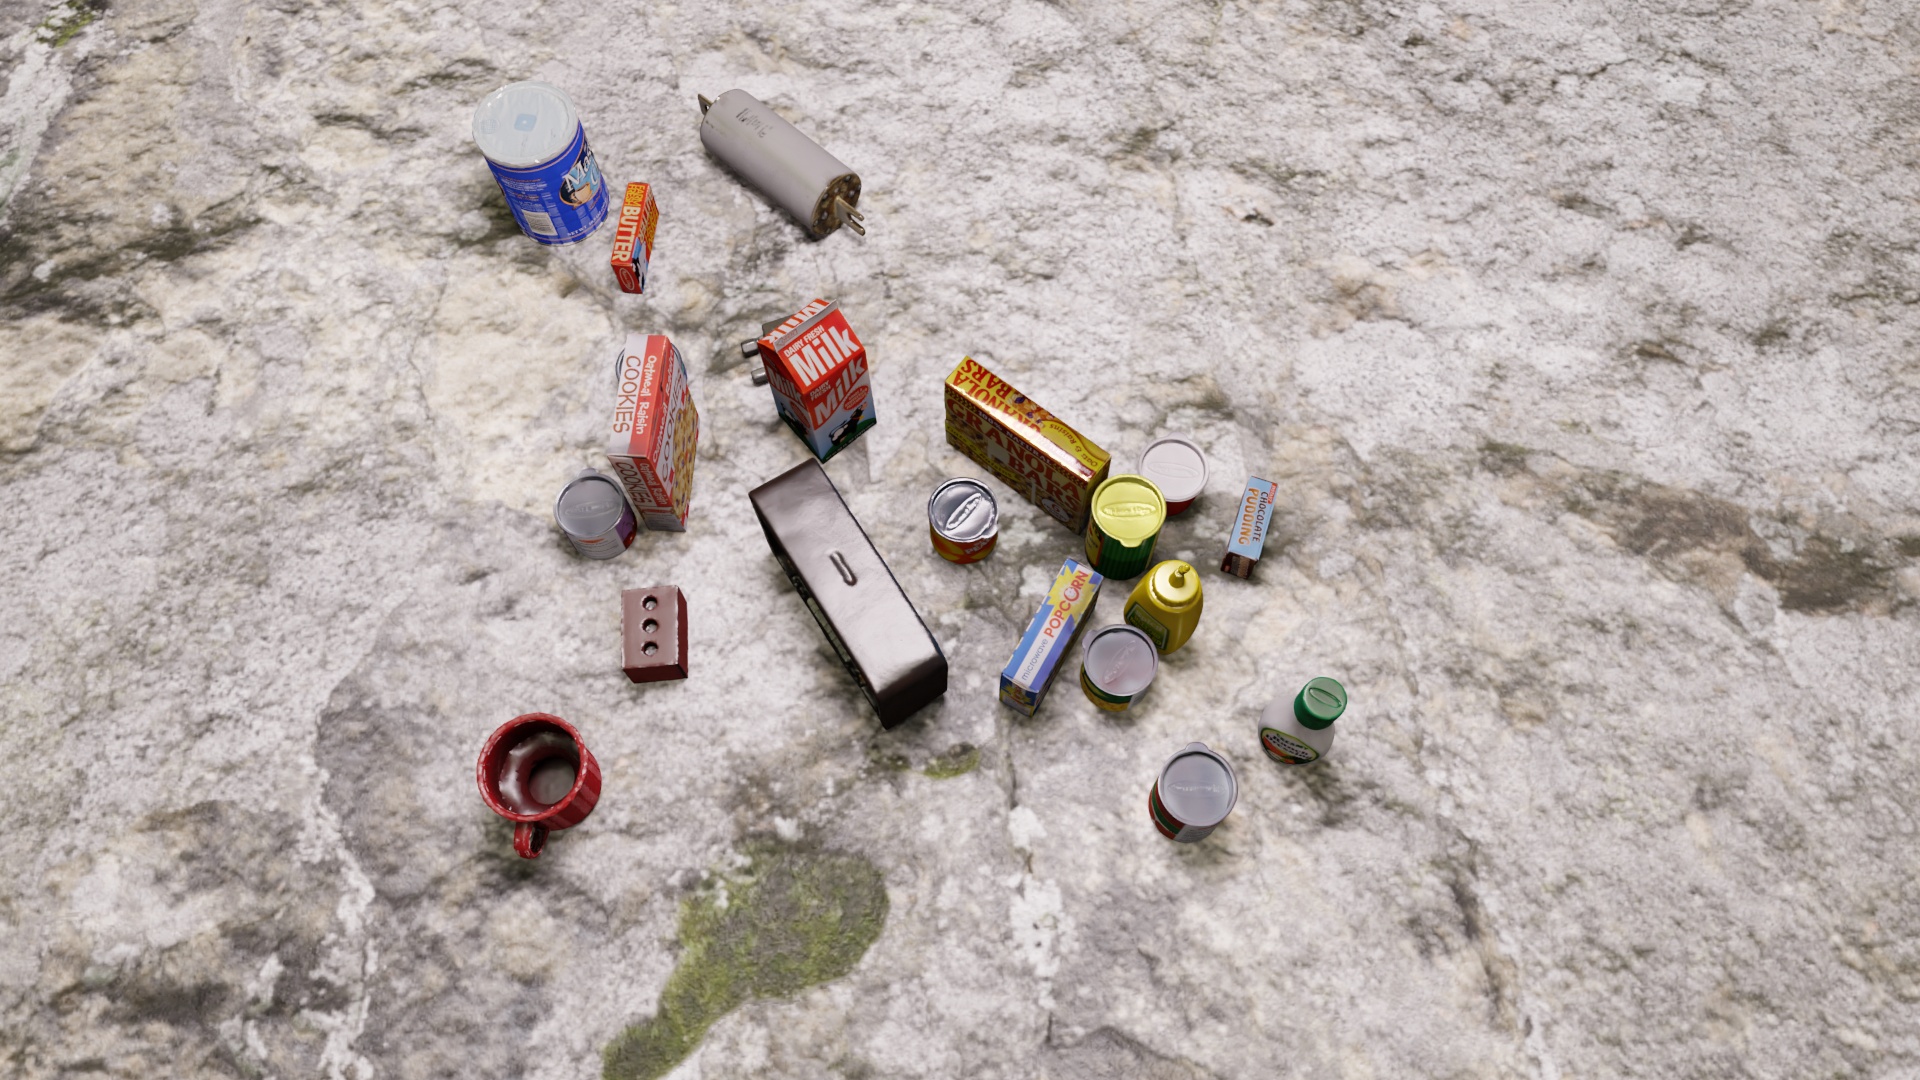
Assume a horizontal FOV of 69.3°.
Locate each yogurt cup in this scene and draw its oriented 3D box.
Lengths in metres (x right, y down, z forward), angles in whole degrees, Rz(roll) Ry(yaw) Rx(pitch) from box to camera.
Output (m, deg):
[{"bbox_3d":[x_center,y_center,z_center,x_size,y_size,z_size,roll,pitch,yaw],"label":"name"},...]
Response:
[{"bbox_3d":[0.199,-0.058,1.322,0.072,0.053,0.072,0,67,0],"label":"yogurt cup"}]

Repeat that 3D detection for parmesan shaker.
[{"bbox_3d":[0.149,-0.008,1.274,0.071,0.102,0.071,0,68,0],"label":"parmesan shaker"}]

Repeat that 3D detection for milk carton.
[{"bbox_3d":[-0.133,-0.155,1.290,0.072,0.189,0.073,-38,72,-14],"label":"milk carton"}]

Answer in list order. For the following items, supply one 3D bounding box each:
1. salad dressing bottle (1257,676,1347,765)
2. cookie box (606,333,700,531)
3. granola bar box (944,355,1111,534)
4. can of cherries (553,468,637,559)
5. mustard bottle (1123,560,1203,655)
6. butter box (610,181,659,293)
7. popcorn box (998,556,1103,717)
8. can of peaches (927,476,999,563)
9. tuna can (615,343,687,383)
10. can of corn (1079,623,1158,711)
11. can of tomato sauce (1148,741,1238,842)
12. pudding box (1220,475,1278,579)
[{"bbox_3d":[0.293,0.153,1.182,0.064,0.147,0.044,28,71,11],"label":"salad dressing bottle"},{"bbox_3d":[-0.278,-0.096,1.279,0.040,0.166,0.123,2,68,1],"label":"cookie box"},{"bbox_3d":[0.059,-0.086,1.296,0.166,0.123,0.039,36,72,14],"label":"granola bar box"},{"bbox_3d":[-0.342,-0.025,1.308,0.071,0.058,0.072,0,67,0],"label":"can of cherries"},{"bbox_3d":[0.181,0.052,1.218,0.065,0.159,0.049,41,74,15],"label":"mustard bottle"},{"bbox_3d":[-0.335,-0.312,1.432,0.024,0.053,0.104,5,67,2],"label":"butter box"},{"bbox_3d":[0.080,0.088,1.244,0.038,0.085,0.127,27,70,11],"label":"popcorn box"},{"bbox_3d":[0.005,-0.016,1.303,0.071,0.058,0.071,0,67,0],"label":"can of peaches"},{"bbox_3d":[-0.305,-0.164,1.381,0.071,0.032,0.071,0,67,0],"label":"tuna can"},{"bbox_3d":[0.139,0.114,1.248,0.071,0.058,0.071,0,67,0],"label":"can of corn"},{"bbox_3d":[0.197,0.218,1.190,0.071,0.082,0.071,0,68,0],"label":"can of tomato sauce"},{"bbox_3d":[0.272,-0.012,1.304,0.030,0.049,0.084,18,69,8],"label":"pudding box"}]
